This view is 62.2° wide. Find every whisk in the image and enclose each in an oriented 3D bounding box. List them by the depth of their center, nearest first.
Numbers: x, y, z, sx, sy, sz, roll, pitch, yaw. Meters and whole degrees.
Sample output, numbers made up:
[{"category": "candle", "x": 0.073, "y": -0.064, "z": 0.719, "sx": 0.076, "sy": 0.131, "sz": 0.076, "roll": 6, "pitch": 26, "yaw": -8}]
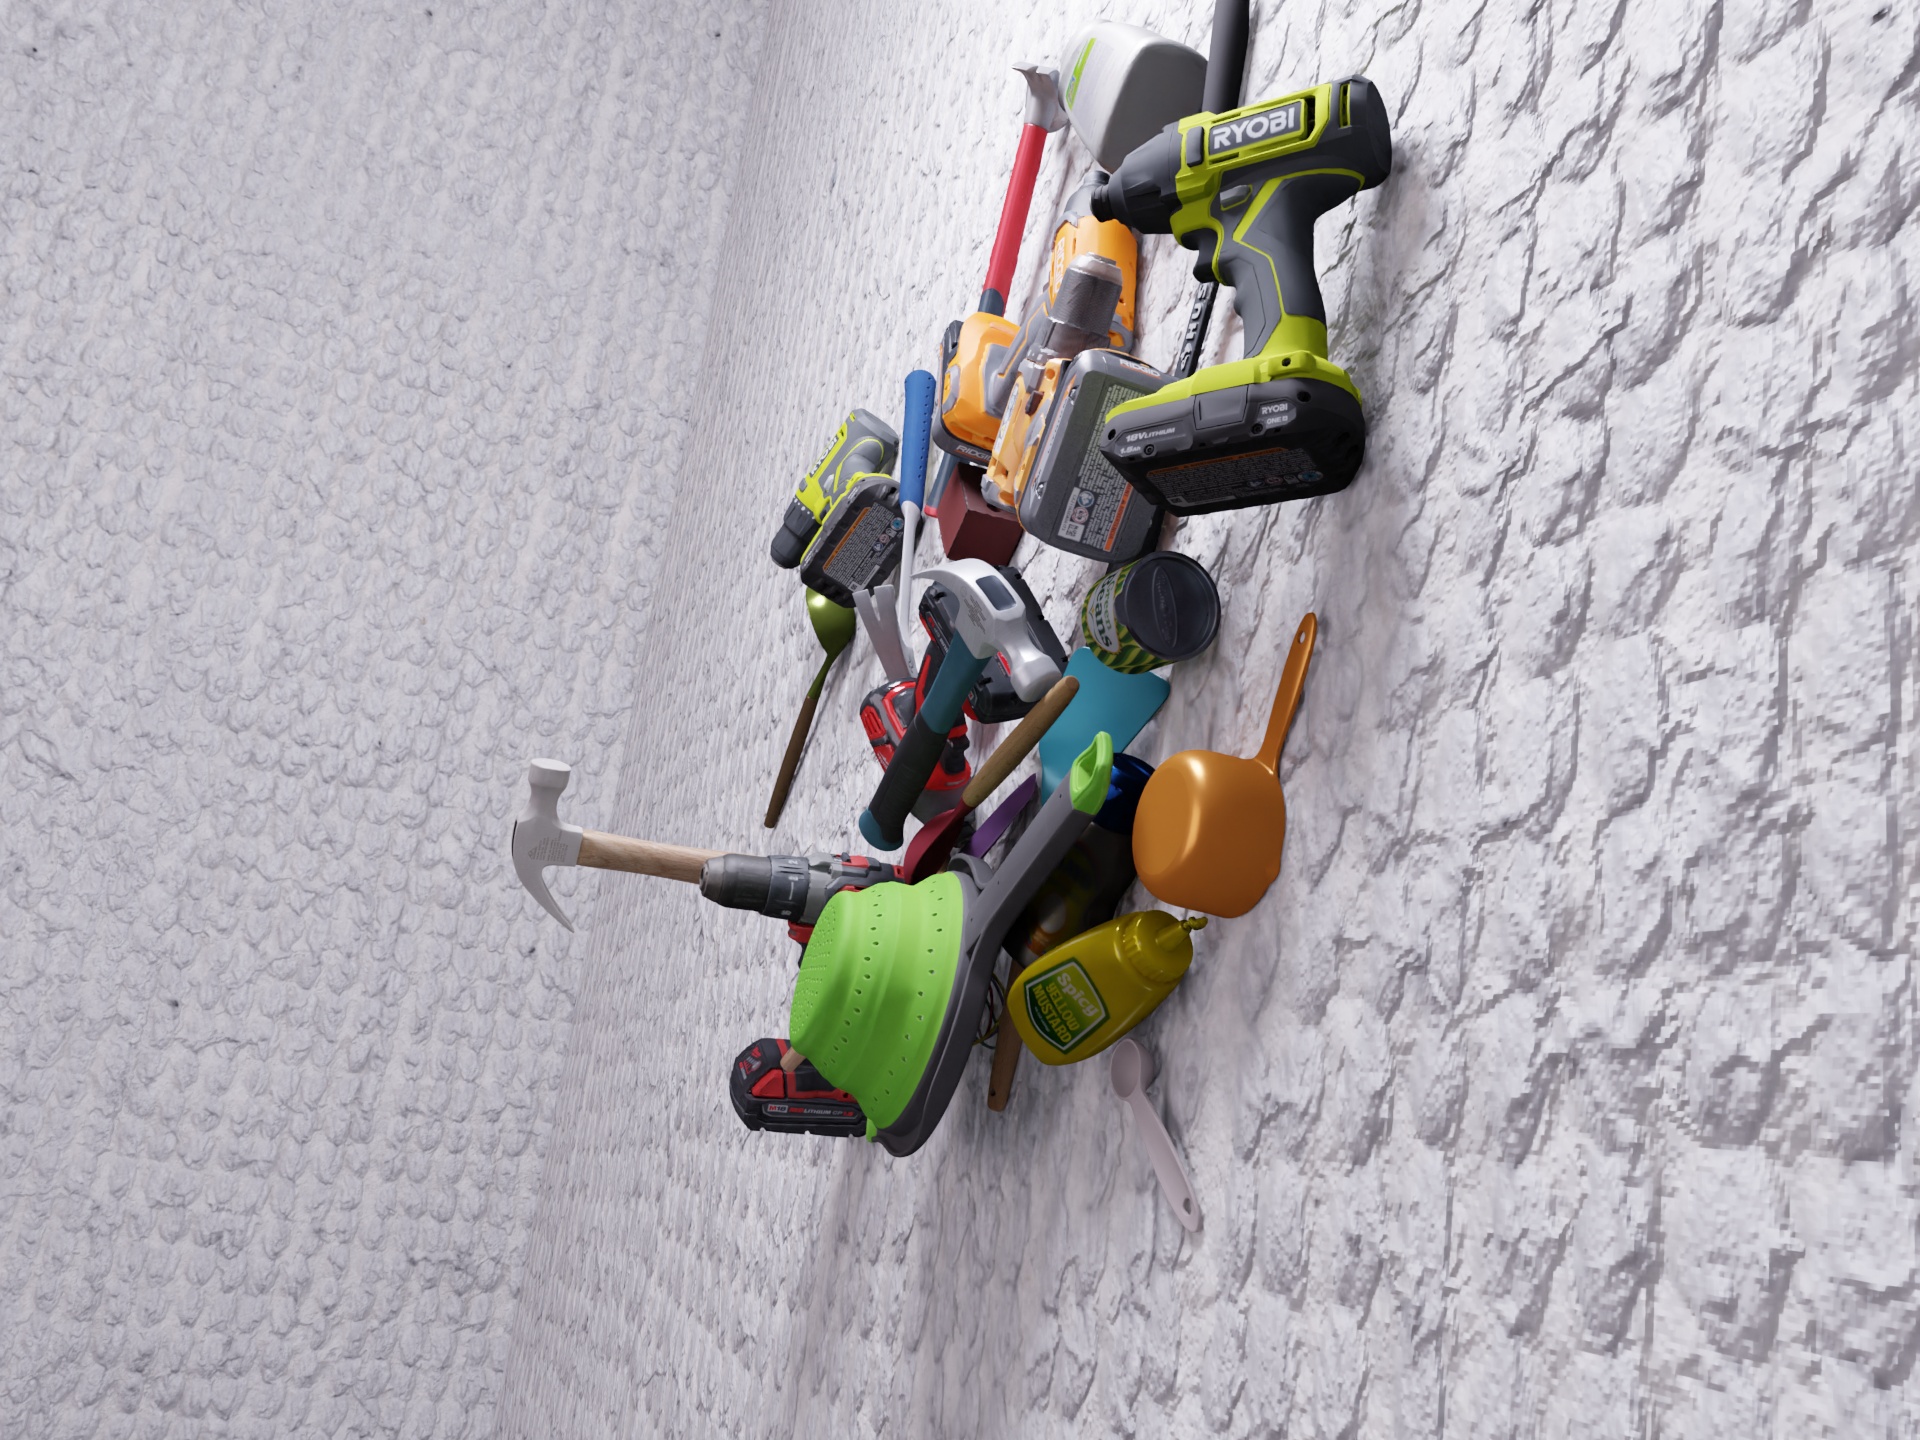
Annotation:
[{"category": "whisk", "x": 0.000, "y": 0.161, "z": 1.174, "sx": 0.047, "sy": 0.051, "sz": 0.245, "roll": -57, "pitch": 21, "yaw": 20}]

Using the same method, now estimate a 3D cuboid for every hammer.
[{"category": "hammer", "x": 0.133, "y": -0.193, "z": 1.036, "sx": 0.149, "sy": 0.036, "sz": 0.409, "roll": -143, "pitch": 68, "yaw": -70}, {"category": "hammer", "x": -0.020, "y": 0.006, "z": 1.117, "sx": 0.128, "sy": 0.033, "sz": 0.330, "roll": 61, "pitch": 151, "yaw": 21}, {"category": "hammer", "x": -0.198, "y": 0.124, "z": 1.297, "sx": 0.031, "sy": 0.331, "sz": 0.130, "roll": -145, "pitch": 68, "yaw": -68}, {"category": "hammer", "x": 0.026, "y": -0.362, "z": 1.376, "sx": 0.143, "sy": 0.038, "sz": 0.386, "roll": -41, "pitch": -34, "yaw": -77}, {"category": "hammer", "x": -0.047, "y": -0.189, "z": 1.457, "sx": 0.143, "sy": 0.035, "sz": 0.406, "roll": 66, "pitch": -161, "yaw": -45}]

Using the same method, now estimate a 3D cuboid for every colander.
[{"category": "colander", "x": -0.025, "y": 0.127, "z": 1.001, "sx": 0.397, "sy": 0.094, "sz": 0.205, "roll": 121, "pitch": 162, "yaw": -44}]

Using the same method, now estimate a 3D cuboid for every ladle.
[{"category": "ladle", "x": 0.016, "y": 0.044, "z": 1.072, "sx": 0.069, "sy": 0.031, "sz": 0.315, "roll": -49, "pitch": -2, "yaw": -31}, {"category": "ladle", "x": -0.182, "y": -0.009, "z": 1.756, "sx": 0.078, "sy": 0.062, "sz": 0.320, "roll": -90, "pitch": 19, "yaw": -58}]

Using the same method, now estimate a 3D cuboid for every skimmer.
[{"category": "skimmer", "x": 0.177, "y": -0.564, "z": 1.072, "sx": 0.127, "sy": 0.090, "sz": 0.363, "roll": 3, "pitch": 81, "yaw": 38}]

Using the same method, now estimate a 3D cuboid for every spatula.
[{"category": "spatula", "x": 0.060, "y": 0.112, "z": 1.037, "sx": 0.082, "sy": 0.044, "sz": 0.317, "roll": 26, "pitch": 112, "yaw": 41}, {"category": "spatula", "x": -0.041, "y": 0.156, "z": 1.192, "sx": 0.316, "sy": 0.018, "sz": 0.060, "roll": -50, "pitch": 10, "yaw": 19}]

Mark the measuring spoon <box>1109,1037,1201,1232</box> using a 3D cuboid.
[{"category": "measuring spoon", "x": 0.111, "y": 0.225, "z": 0.866, "sx": 0.034, "sy": 0.018, "sz": 0.124, "roll": -64, "pitch": 30, "yaw": 31}]

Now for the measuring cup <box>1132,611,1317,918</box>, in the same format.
[{"category": "measuring cup", "x": 0.141, "y": 0.020, "z": 0.847, "sx": 0.095, "sy": 0.052, "sz": 0.173, "roll": -129, "pitch": 53, "yaw": -66}]

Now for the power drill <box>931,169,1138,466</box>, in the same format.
[{"category": "power drill", "x": 0.062, "y": -0.315, "z": 1.248, "sx": 0.226, "sy": 0.084, "sz": 0.164, "roll": -35, "pitch": 44, "yaw": 56}]

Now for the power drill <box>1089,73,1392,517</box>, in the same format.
[{"category": "power drill", "x": 0.146, "y": -0.233, "z": 0.876, "sx": 0.171, "sy": 0.080, "sz": 0.223, "roll": -6, "pitch": 70, "yaw": 31}]

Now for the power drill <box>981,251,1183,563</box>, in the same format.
[{"category": "power drill", "x": 0.080, "y": -0.207, "z": 1.035, "sx": 0.226, "sy": 0.084, "sz": 0.185, "roll": -115, "pitch": 42, "yaw": -70}]

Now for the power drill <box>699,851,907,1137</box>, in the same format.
[{"category": "power drill", "x": -0.131, "y": 0.213, "z": 1.284, "sx": 0.080, "sy": 0.187, "sz": 0.226, "roll": -137, "pitch": 58, "yaw": -69}]

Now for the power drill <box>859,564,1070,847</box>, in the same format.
[{"category": "power drill", "x": -0.002, "y": -0.004, "z": 1.192, "sx": 0.143, "sy": 0.078, "sz": 0.219, "roll": 62, "pitch": 149, "yaw": 20}]

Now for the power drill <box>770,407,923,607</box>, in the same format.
[{"category": "power drill", "x": -0.125, "y": -0.208, "z": 1.645, "sx": 0.190, "sy": 0.080, "sz": 0.229, "roll": -52, "pitch": 26, "yaw": 15}]
